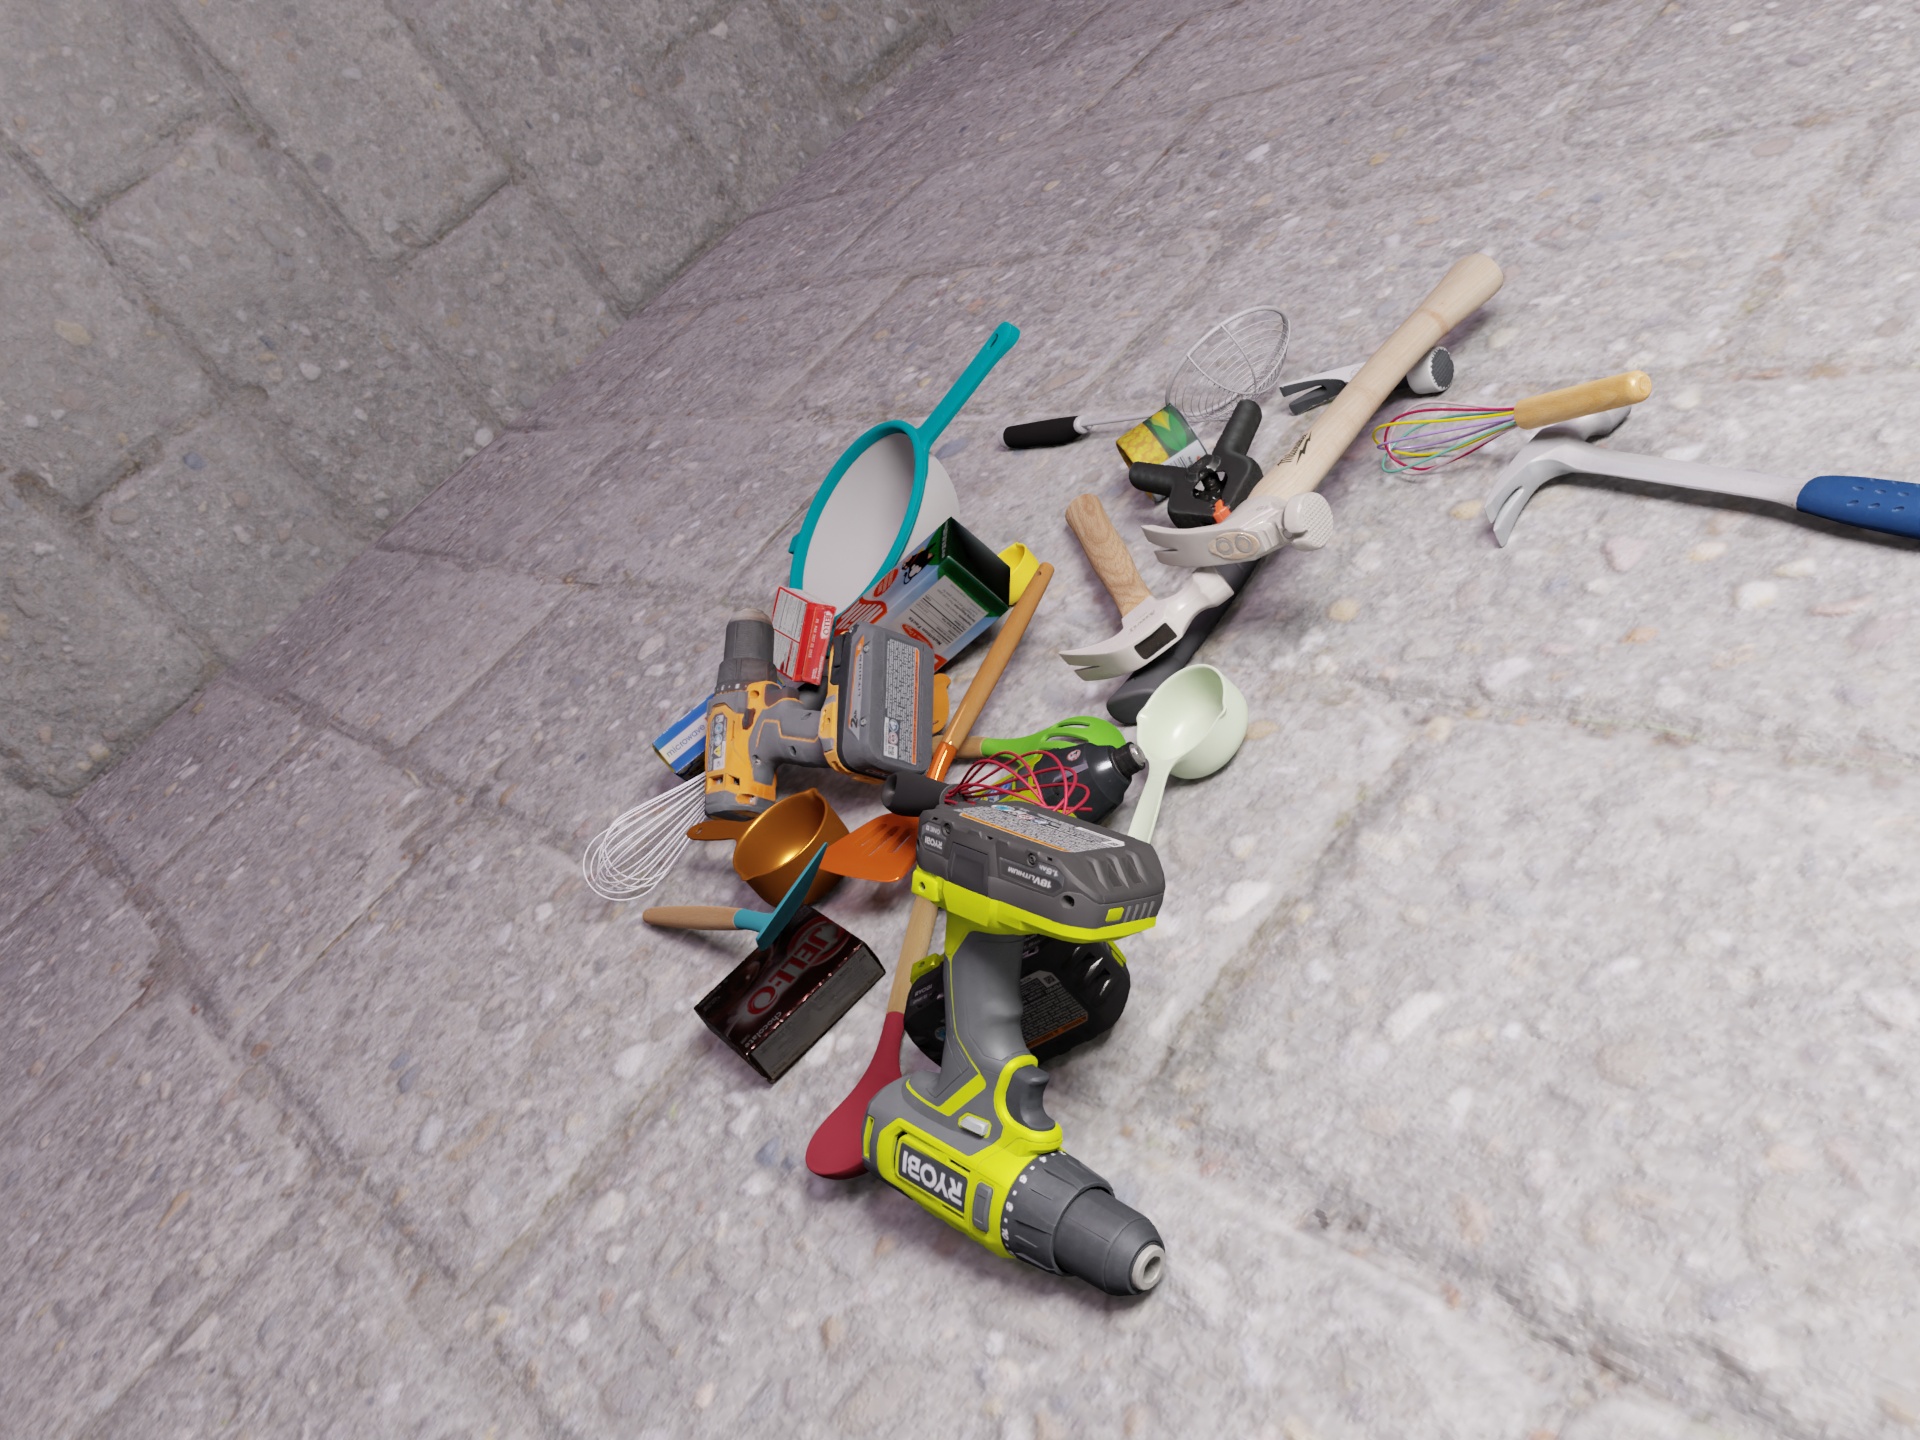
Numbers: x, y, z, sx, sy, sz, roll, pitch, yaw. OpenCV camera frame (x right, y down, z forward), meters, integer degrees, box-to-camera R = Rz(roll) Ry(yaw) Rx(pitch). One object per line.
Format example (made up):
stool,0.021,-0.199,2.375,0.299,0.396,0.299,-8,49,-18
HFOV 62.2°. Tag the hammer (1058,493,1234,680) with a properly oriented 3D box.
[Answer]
hammer,0.122,-0.121,1.275,0.130,0.031,0.332,-39,21,11

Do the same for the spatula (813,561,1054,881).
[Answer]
spatula,-0.002,-0.004,1.208,0.081,0.041,0.323,8,56,35

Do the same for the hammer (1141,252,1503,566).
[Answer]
hammer,0.295,-0.243,1.197,0.146,0.038,0.411,-2,36,48

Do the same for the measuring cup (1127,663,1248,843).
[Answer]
measuring cup,0.144,0.043,1.059,0.083,0.038,0.168,-5,58,53

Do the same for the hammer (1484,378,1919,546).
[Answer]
hammer,0.488,-0.131,0.939,0.144,0.035,0.406,-42,30,-11

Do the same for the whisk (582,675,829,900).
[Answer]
whisk,-0.212,0.054,1.393,0.284,0.070,0.070,-43,30,-22

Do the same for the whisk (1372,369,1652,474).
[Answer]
whisk,0.376,-0.210,1.114,0.051,0.047,0.245,-44,17,-20

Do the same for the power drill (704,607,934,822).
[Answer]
power drill,-0.125,-0.020,1.302,0.226,0.084,0.185,-14,68,42

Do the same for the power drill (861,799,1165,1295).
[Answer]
power drill,0.037,0.169,0.828,0.080,0.228,0.191,-3,14,-44

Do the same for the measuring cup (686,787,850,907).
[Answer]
measuring cup,-0.154,0.104,1.258,0.174,0.052,0.095,-2,44,48

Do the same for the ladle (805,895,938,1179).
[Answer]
ladle,-0.039,0.178,1.056,0.069,0.031,0.316,-18,32,25

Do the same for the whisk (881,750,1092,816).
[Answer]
whisk,0.005,0.052,1.015,0.073,0.073,0.296,-45,15,-16

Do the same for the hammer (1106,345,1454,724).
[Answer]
hammer,0.231,-0.150,1.237,0.149,0.036,0.409,4,48,50

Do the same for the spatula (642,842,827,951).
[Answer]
spatula,-0.180,0.140,1.187,0.317,0.044,0.082,-11,40,57

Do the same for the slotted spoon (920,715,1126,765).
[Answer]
slotted spoon,0.002,0.022,1.237,0.314,0.031,0.070,0,48,48

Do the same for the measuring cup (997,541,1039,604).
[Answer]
measuring cup,0.016,-0.118,1.435,0.156,0.029,0.062,-15,38,53

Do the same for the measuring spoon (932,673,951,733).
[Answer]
measuring spoon,-0.020,-0.015,1.306,0.021,0.011,0.117,-22,20,10

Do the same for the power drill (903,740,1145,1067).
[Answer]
power drill,0.044,0.108,1.010,0.171,0.080,0.223,-31,27,24

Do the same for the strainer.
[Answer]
strainer,-0.028,-0.211,1.463,0.340,0.095,0.211,-49,35,24

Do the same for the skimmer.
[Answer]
skimmer,0.154,-0.315,1.499,0.127,0.090,0.363,-16,12,-37
